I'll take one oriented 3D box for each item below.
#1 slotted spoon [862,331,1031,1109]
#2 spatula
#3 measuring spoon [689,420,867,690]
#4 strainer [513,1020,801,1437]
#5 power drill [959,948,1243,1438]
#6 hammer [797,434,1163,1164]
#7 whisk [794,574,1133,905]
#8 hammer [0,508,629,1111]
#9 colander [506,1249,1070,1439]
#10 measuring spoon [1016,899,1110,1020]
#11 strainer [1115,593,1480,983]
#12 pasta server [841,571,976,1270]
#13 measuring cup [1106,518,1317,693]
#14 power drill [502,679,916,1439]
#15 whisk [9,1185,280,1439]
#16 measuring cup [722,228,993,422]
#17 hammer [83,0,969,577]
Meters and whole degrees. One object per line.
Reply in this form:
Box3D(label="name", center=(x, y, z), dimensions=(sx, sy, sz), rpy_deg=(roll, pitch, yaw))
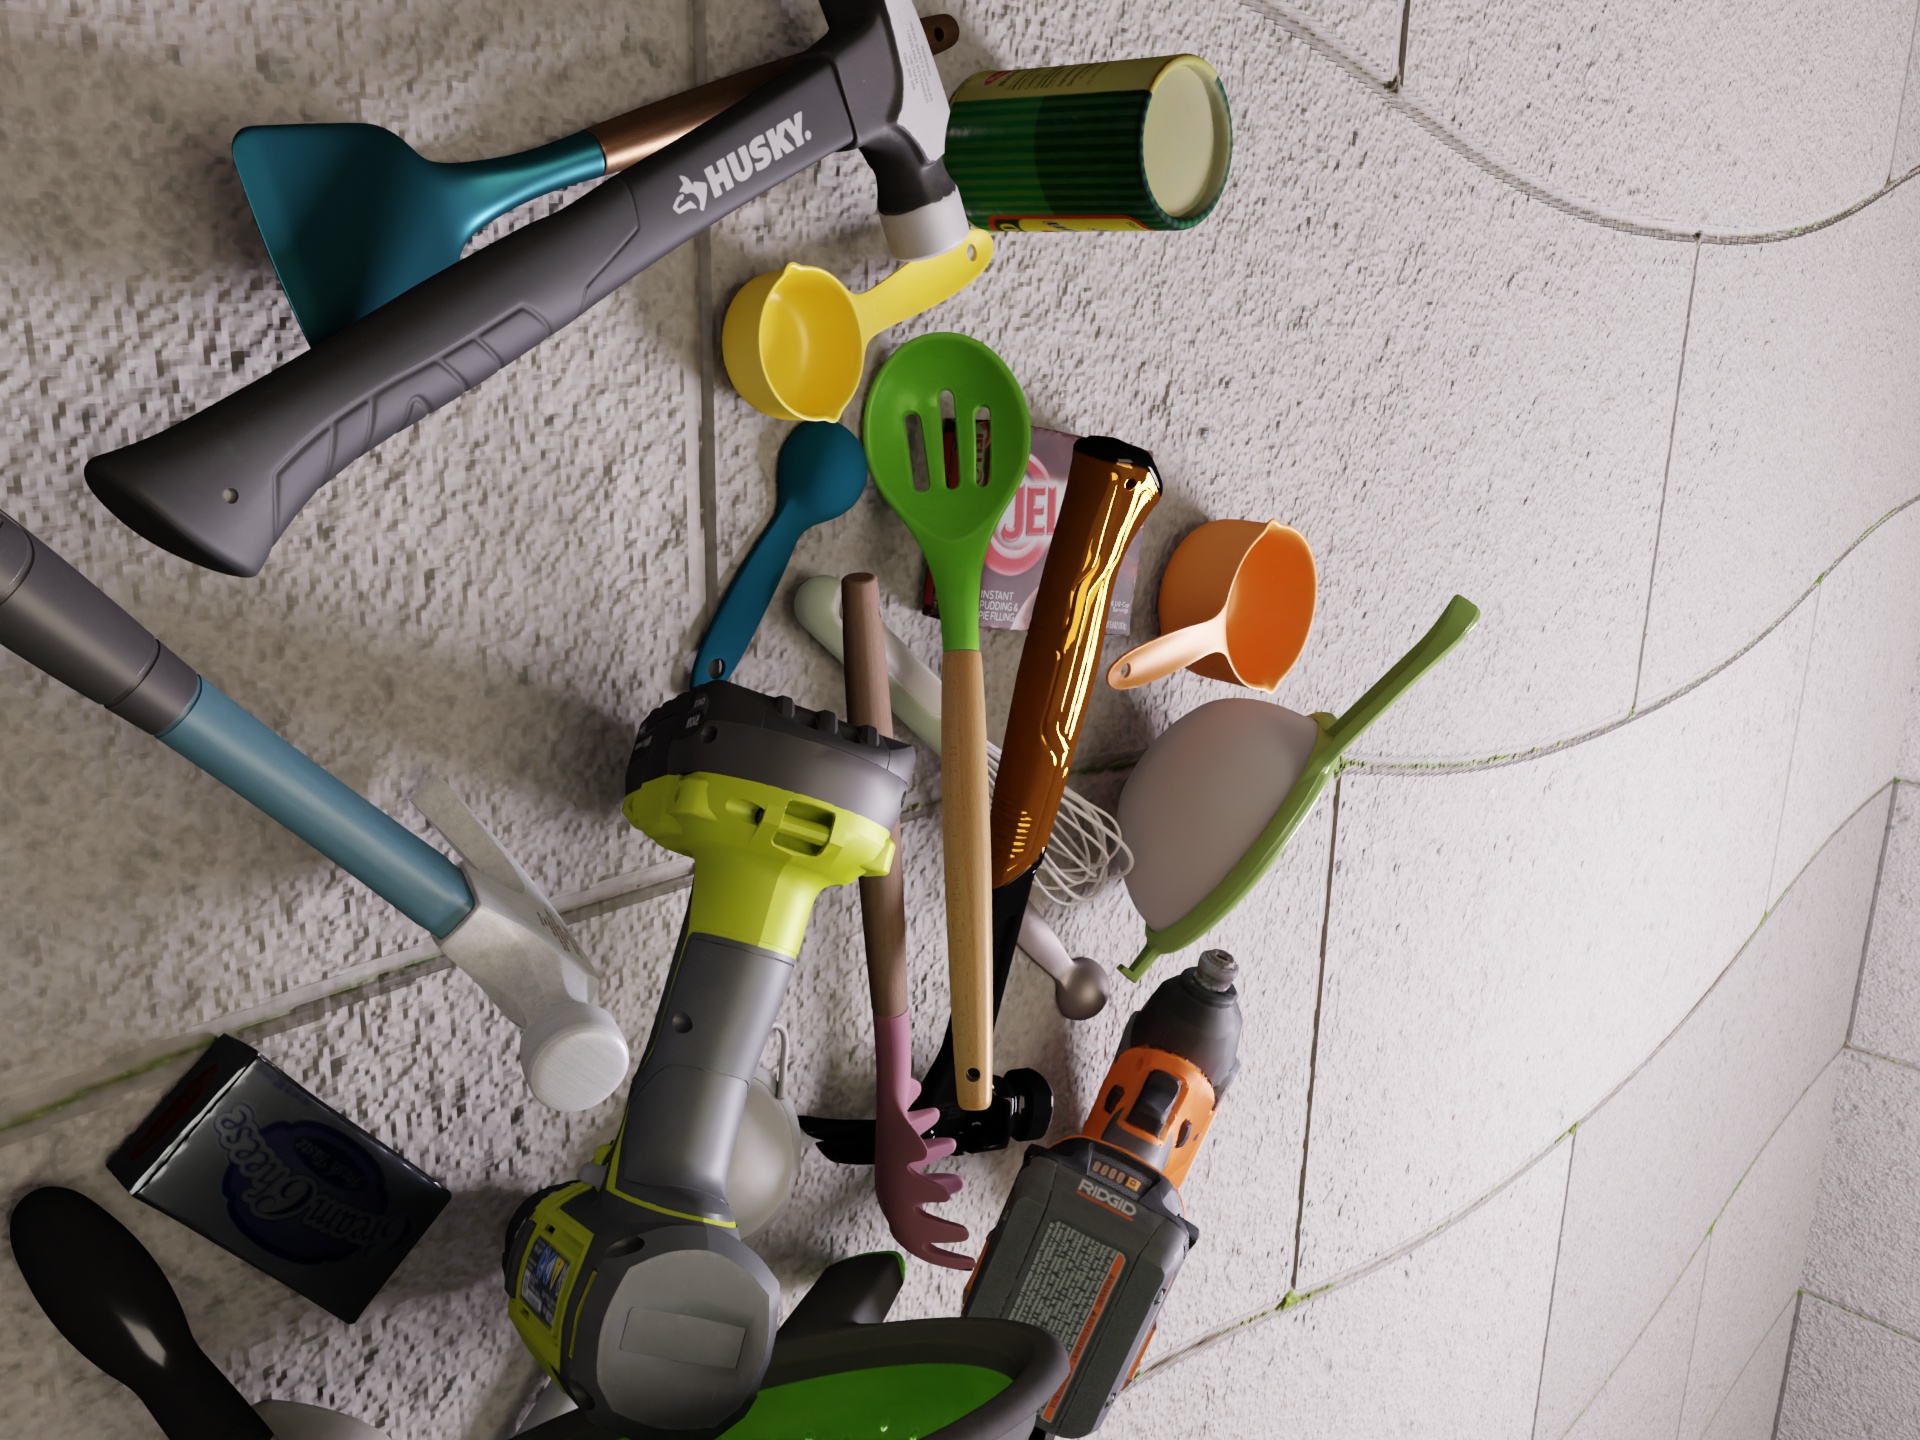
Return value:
Box3D(label="slotted spoon", center=(-0.001, -0.002, 0.647), dimensions=(0.031, 0.070, 0.314), rpy_deg=(56, 31, -82))
Box3D(label="spatula", center=(-0.099, -0.199, 0.543), dimensions=(0.317, 0.044, 0.082), rpy_deg=(-37, 125, -36))
Box3D(label="measuring spoon", center=(-0.070, -0.062, 0.631), dimensions=(0.042, 0.021, 0.129), rpy_deg=(40, 70, -46))
Box3D(label="strainer", center=(-0.134, 0.239, 0.641), dimensions=(0.086, 0.050, 0.258), rpy_deg=(41, 73, -29))
Box3D(label="power drill", center=(0.081, 0.211, 0.768), dimensions=(0.226, 0.084, 0.164), rpy_deg=(-36, 148, -66))
Box3D(label="hammer", center=(0.020, 0.042, 0.694), dimensions=(0.127, 0.034, 0.336), rpy_deg=(2, 110, -35))
Box3D(label="whisk", center=(0.005, 0.013, 0.720), dimensions=(0.246, 0.059, 0.058), rpy_deg=(45, 49, -40))
Box3D(label="hammer", center=(-0.221, -0.013, 0.425), dimensions=(0.033, 0.128, 0.330), rpy_deg=(-45, 124, -4))
Box3D(label="colander", center=(-0.050, 0.269, 0.563), dimensions=(0.397, 0.204, 0.094), rpy_deg=(57, 19, -81))
Box3D(label="measuring spoon", center=(0.048, 0.119, 0.819), dimensions=(0.034, 0.018, 0.124), rpy_deg=(-56, 135, -19))
Box3D(label="strainer", center=(0.144, 0.010, 0.772), dimensions=(0.256, 0.069, 0.151), rpy_deg=(-53, -179, 44))
Box3D(label="pasta server", center=(-0.022, 0.092, 0.641), dimensions=(0.040, 0.060, 0.316), rpy_deg=(-5, 113, -4))
Box3D(label="measuring cup", center=(0.115, -0.051, 0.817), dimensions=(0.173, 0.052, 0.095), rpy_deg=(-23, 118, -40))
Box3D(label="power drill", center=(-0.100, 0.112, 0.555), dimensions=(0.080, 0.190, 0.229), rpy_deg=(20, 75, -22))
Box3D(label="whisk", center=(-0.189, 0.252, 0.476), dimensions=(0.070, 0.070, 0.284), rpy_deg=(-38, 90, -34))
Box3D(label="measuring cup", center=(-0.038, -0.167, 0.637), dimensions=(0.156, 0.029, 0.062), rpy_deg=(-42, 127, -42))
Box3D(label="hammer", center=(-0.115, -0.151, 0.489), dimensions=(0.335, 0.035, 0.146), rpy_deg=(-47, 132, -35))
